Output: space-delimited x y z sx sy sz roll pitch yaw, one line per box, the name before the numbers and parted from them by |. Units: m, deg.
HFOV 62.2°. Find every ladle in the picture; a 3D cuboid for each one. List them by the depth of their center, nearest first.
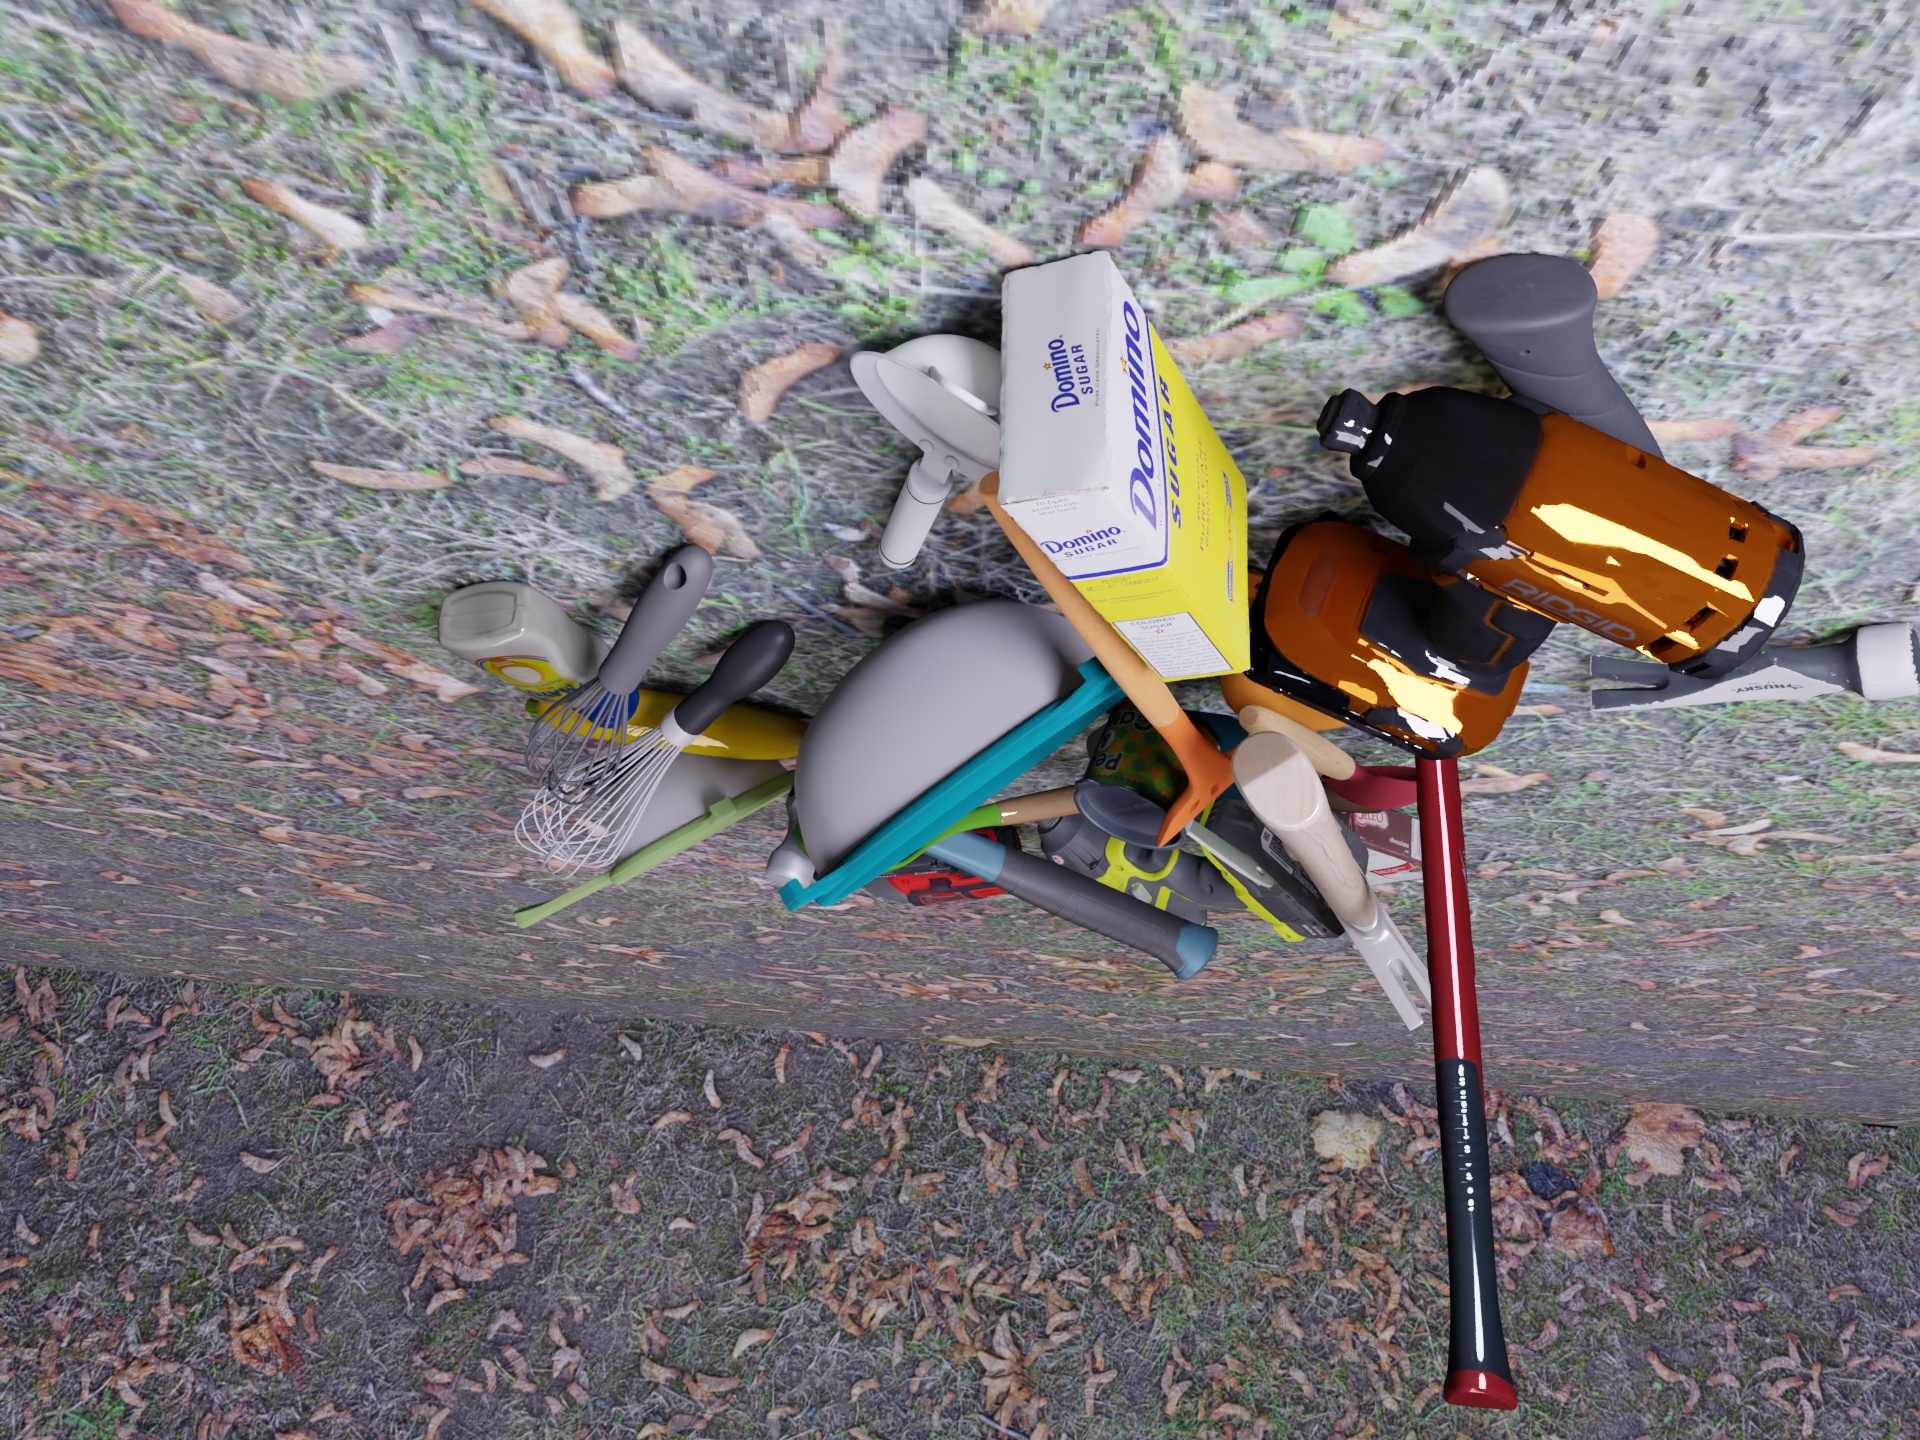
ladle | 0.202 0.021 0.862 0.069 0.031 0.315 1 172 27

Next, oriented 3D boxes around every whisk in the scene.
whisk | -0.187 -0.022 0.877 0.055 0.055 0.239 14 142 -26
whisk | -0.187 0.019 0.968 0.070 0.070 0.284 19 138 -36

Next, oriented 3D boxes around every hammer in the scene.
hammer | 0.291 -0.079 0.668 0.149 0.036 0.408 -7 158 36
hammer | 0.265 0.164 0.847 0.038 0.386 0.143 -4 179 21
hammer | 0.202 0.085 0.847 0.038 0.146 0.410 -34 159 8
hammer | 0.035 0.103 1.075 0.330 0.128 0.033 25 160 -21

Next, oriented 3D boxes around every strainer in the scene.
strainer | -0.012 -0.105 0.659 0.087 0.050 0.258 34 165 -2
strainer | -0.001 -0.003 0.890 0.211 0.095 0.340 -37 176 9
strainer | -0.231 0.072 1.123 0.256 0.069 0.151 -27 -179 23

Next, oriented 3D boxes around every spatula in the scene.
spatula | 0.077 -0.019 0.709 0.081 0.041 0.322 -42 141 1
spatula | 0.205 0.033 1.000 0.082 0.044 0.317 5 177 36

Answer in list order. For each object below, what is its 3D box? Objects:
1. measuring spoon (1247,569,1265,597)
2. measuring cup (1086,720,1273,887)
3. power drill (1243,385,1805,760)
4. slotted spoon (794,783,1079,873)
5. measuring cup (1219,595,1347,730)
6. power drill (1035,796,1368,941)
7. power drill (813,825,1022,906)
measuring spoon | 0.110 -0.075 0.769 0.116 0.011 0.021 9 150 -23
measuring cup | 0.150 0.052 0.994 0.167 0.083 0.038 36 118 -23
power drill | 0.187 -0.058 0.623 0.164 0.084 0.226 24 167 -3
slotted spoon | 0.048 0.056 1.013 0.313 0.031 0.070 -10 -150 -17
measuring cup | 0.178 -0.013 0.864 0.095 0.052 0.173 4 160 3
power drill | 0.165 0.102 1.155 0.171 0.080 0.223 41 149 -23
power drill | -0.039 0.098 1.222 0.143 0.079 0.219 -7 163 12
